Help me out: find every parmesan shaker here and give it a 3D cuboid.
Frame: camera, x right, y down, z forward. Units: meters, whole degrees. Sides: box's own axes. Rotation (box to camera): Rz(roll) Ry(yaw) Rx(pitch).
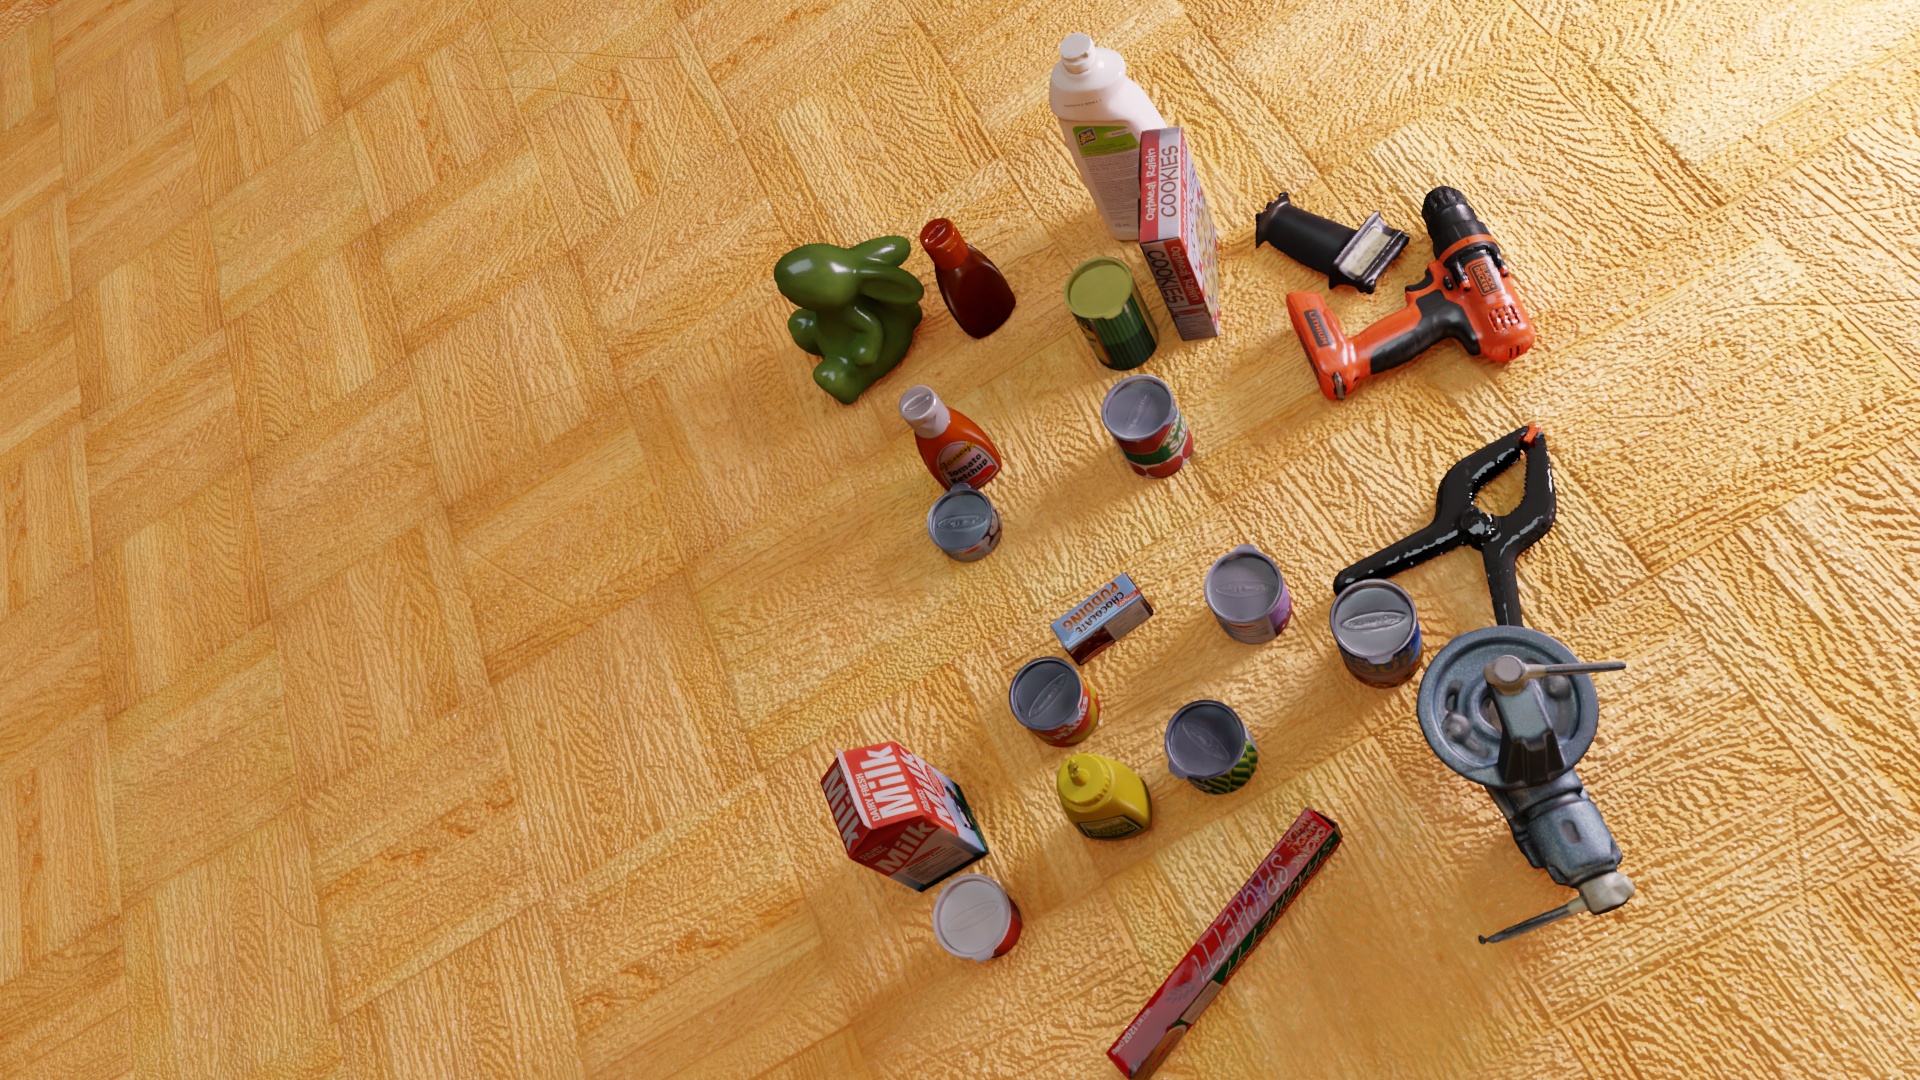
[{"bbox_3d":[0.145,-0.211,1.315,0.071,0.103,0.071,-9,64,19],"label":"parmesan shaker"}]

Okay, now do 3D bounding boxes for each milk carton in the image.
[{"bbox_3d":[-0.052,0.225,1.142,0.073,0.190,0.072,-31,59,7],"label":"milk carton"}]

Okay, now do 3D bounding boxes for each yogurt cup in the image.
[{"bbox_3d":[0.017,0.315,1.152,0.072,0.054,0.072,-9,64,19],"label":"yogurt cup"}]

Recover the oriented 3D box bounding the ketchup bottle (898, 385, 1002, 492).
[{"bbox_3d":[-0.013,-0.095,1.300,0.064,0.148,0.044,-32,59,6],"label":"ketchup bottle"}]

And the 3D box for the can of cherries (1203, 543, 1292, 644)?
[{"bbox_3d":[0.246,0.046,1.179,0.071,0.058,0.072,-9,64,19],"label":"can of cherries"}]

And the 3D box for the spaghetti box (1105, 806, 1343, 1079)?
[{"bbox_3d":[0.207,0.313,1.076,0.029,0.050,0.250,38,84,32],"label":"spaghetti box"}]

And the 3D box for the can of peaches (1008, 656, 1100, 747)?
[{"bbox_3d":[0.084,0.142,1.202,0.071,0.058,0.071,-9,64,19],"label":"can of peaches"}]

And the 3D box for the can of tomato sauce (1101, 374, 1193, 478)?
[{"bbox_3d":[0.173,-0.102,1.265,0.071,0.083,0.071,-9,64,19],"label":"can of tomato sauce"}]

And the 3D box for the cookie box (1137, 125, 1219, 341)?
[{"bbox_3d":[0.203,-0.281,1.286,0.040,0.167,0.123,-6,65,20],"label":"cookie box"}]

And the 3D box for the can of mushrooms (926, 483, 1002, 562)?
[{"bbox_3d":[0.005,-0.017,1.324,0.071,0.033,0.071,-9,64,19],"label":"can of mushrooms"}]

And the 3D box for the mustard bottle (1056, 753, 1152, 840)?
[{"bbox_3d":[0.108,0.201,1.105,0.065,0.160,0.049,-15,62,16],"label":"mustard bottle"}]

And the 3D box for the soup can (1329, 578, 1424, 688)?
[{"bbox_3d":[0.335,0.079,1.112,0.071,0.083,0.071,-9,64,19],"label":"soup can"}]

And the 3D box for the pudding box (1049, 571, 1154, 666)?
[{"bbox_3d":[0.125,0.070,1.224,0.083,0.049,0.030,-36,58,3],"label":"pudding box"}]

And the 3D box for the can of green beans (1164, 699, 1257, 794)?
[{"bbox_3d":[0.206,0.170,1.139,0.071,0.057,0.071,-9,64,19],"label":"can of green beans"}]

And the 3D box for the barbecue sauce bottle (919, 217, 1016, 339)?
[{"bbox_3d":[0.004,-0.261,1.370,0.065,0.148,0.044,-45,58,-1],"label":"barbecue sauce bottle"}]
